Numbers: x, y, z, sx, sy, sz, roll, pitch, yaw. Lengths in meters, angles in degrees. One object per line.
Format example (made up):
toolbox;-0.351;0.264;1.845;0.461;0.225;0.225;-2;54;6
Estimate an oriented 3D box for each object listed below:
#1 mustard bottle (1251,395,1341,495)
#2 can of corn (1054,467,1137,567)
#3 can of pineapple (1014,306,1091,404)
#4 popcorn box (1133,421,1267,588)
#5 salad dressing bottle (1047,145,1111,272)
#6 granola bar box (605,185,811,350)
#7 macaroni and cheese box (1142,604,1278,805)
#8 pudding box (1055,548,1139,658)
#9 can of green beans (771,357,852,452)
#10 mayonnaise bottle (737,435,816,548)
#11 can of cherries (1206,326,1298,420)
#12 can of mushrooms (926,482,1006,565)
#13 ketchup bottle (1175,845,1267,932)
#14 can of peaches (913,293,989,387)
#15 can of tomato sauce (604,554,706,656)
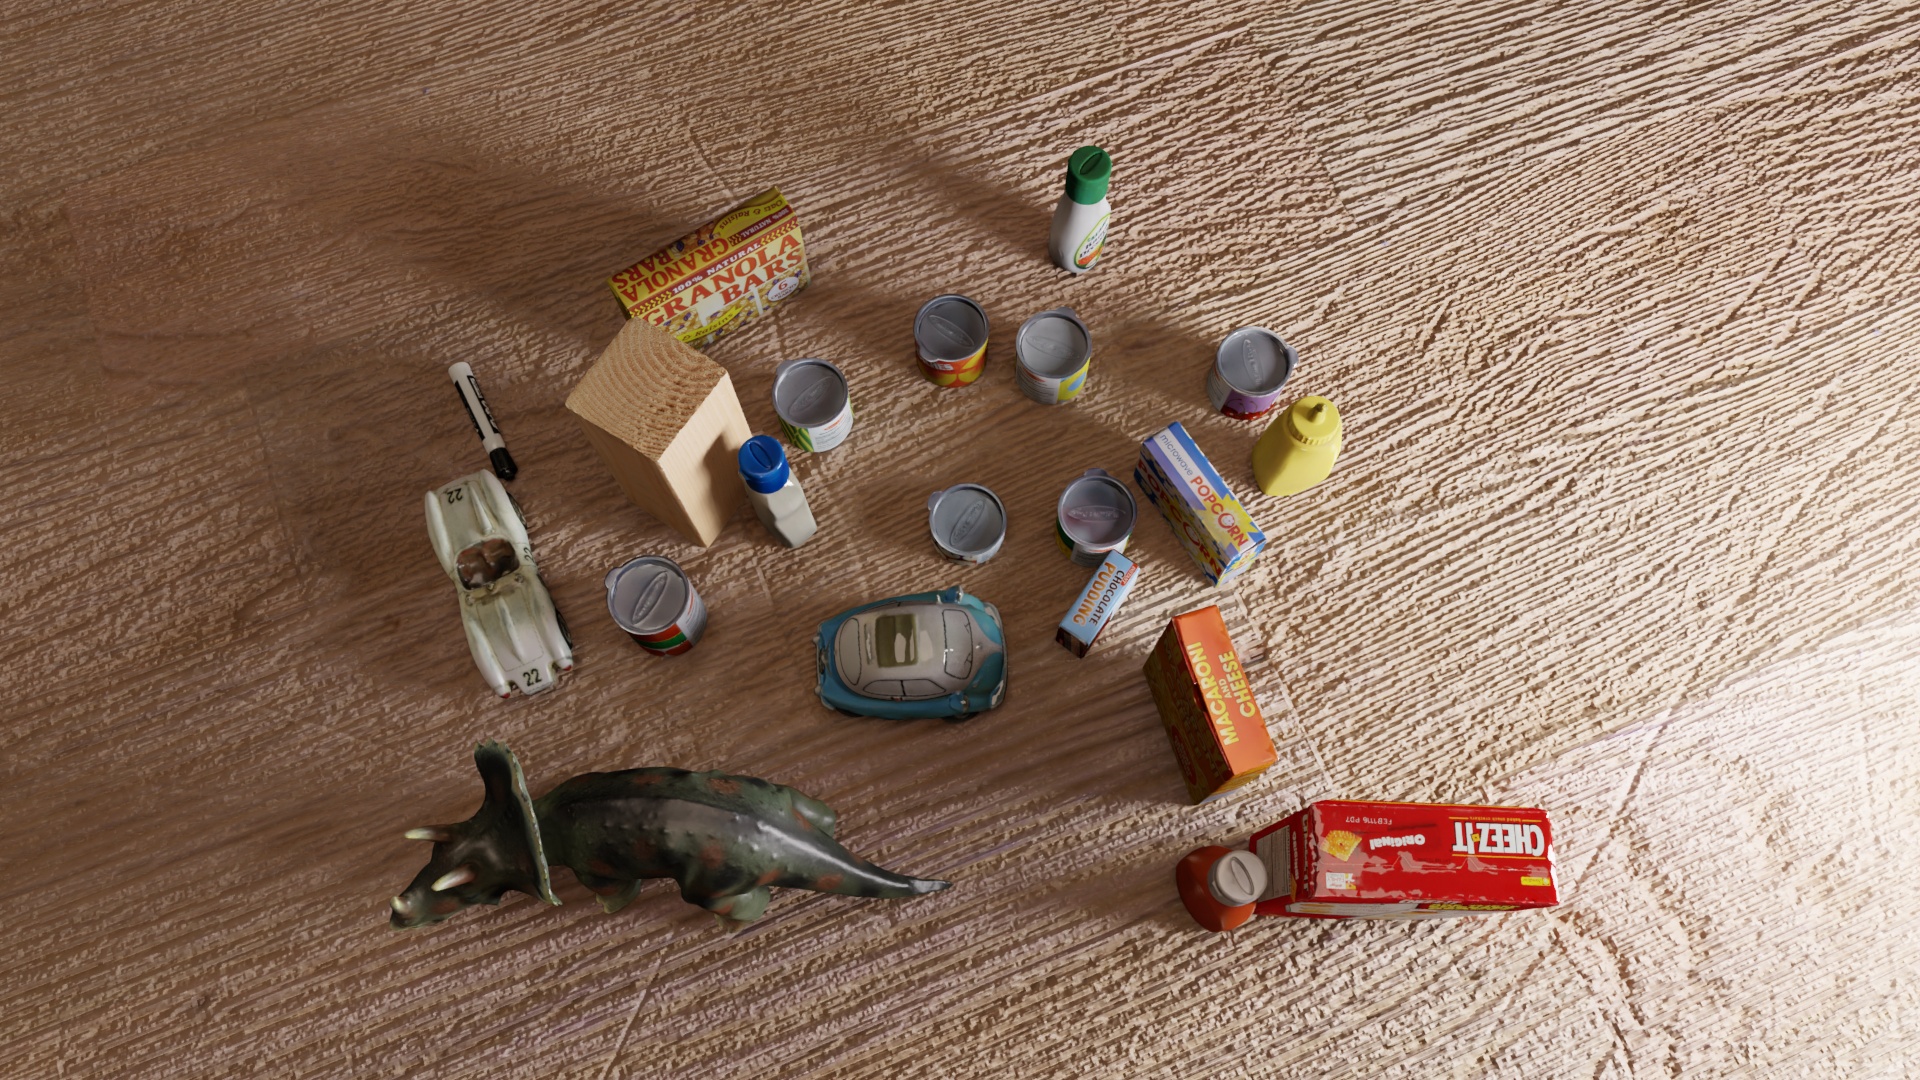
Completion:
mustard bottle;0.283;-0.083;1.146;0.065;0.159;0.049;-13;72;-4
can of corn;0.114;-0.019;1.178;0.071;0.058;0.071;0;72;0
can of pineapple;0.082;-0.162;1.227;0.071;0.057;0.071;0;72;0
popcorn box;0.198;-0.029;1.168;0.038;0.085;0.127;-32;74;-9
salad dressing bottle;0.108;-0.291;1.223;0.044;0.147;0.064;39;76;12
granola bar box;-0.214;-0.226;1.214;0.166;0.124;0.039;-32;75;-10
macaroni and cheese box;0.188;0.131;1.071;0.040;0.166;0.124;-17;73;-5
pudding box;0.115;0.053;1.159;0.030;0.049;0.084;34;75;11
can of green beans;-0.128;-0.118;1.212;0.071;0.057;0.071;0;72;0
mayonnaise bottle;-0.153;-0.042;1.140;0.041;0.147;0.065;-38;76;-11
can of cherries;0.256;-0.146;1.221;0.071;0.058;0.071;0;72;0
can of mushrooms;0.004;-0.015;1.190;0.071;0.033;0.071;0;71;0
ketchup bottle;0.196;0.257;1.037;0.043;0.148;0.065;-25;73;-7
can of peaches;-0.010;-0.174;1.231;0.071;0.058;0.071;0;72;0
can of tomato sauce;-0.250;0.055;1.141;0.071;0.083;0.071;0;72;0
